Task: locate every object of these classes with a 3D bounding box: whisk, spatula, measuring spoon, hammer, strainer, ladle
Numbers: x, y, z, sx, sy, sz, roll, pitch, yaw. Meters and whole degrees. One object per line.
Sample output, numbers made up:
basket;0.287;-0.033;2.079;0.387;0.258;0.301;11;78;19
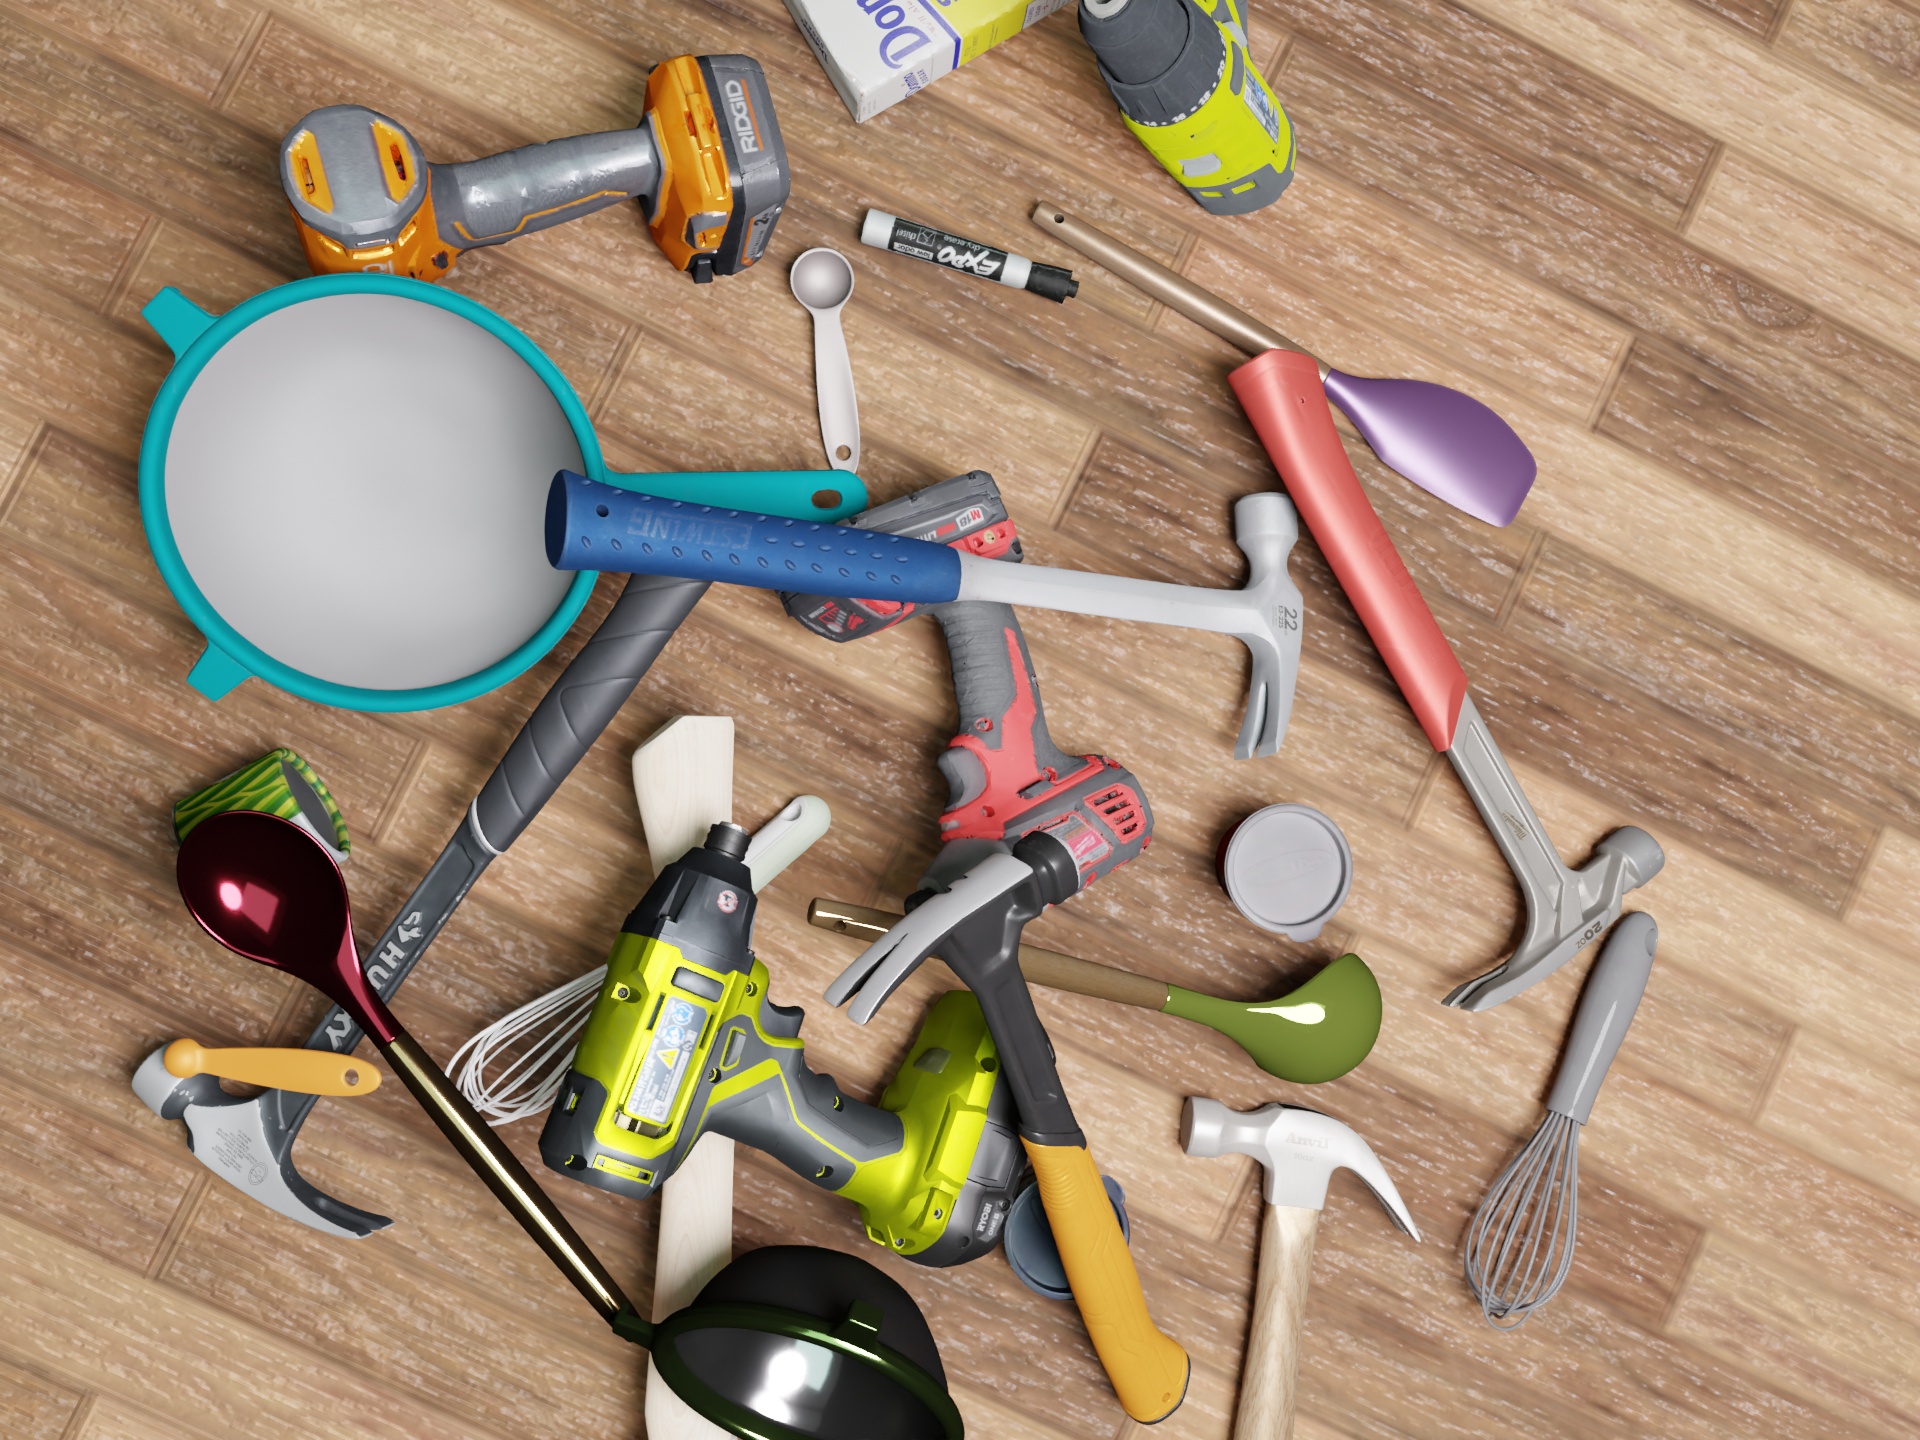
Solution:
whisk;-0.165;0.123;0.827;0.246;0.058;0.059;-41;126;-9
spatula;0.180;-0.204;0.878;0.316;0.018;0.060;28;85;-4
measuring spoon;-0.070;-0.192;0.864;0.034;0.018;0.124;-7;95;-5
hammer;0.165;0.373;0.849;0.130;0.031;0.331;8;88;-4
measuring spoon;-0.335;0.169;0.770;0.117;0.011;0.021;3;88;11
strainer;-0.222;-0.119;0.807;0.340;0.095;0.211;-3;110;-14
hammer;-0.122;0.203;0.803;0.146;0.038;0.410;0;91;-19
hammer;0.235;-0.030;0.841;0.149;0.037;0.359;-33;96;-16
hammer;0.006;-0.063;0.761;0.405;0.035;0.144;5;79;-30
whisk;0.331;0.214;0.862;0.055;0.055;0.239;25;82;-3
hammer;0.045;0.221;0.762;0.127;0.034;0.336;-33;119;-25
hammer;-0.240;0.070;0.781;0.149;0.036;0.409;38;95;12
ladle;-0.250;0.170;0.748;0.069;0.031;0.315;-37;95;4
ladle;0.074;0.124;0.796;0.320;0.062;0.078;16;118;-19
strainer;-0.039;0.328;0.778;0.151;0.069;0.256;-13;128;30

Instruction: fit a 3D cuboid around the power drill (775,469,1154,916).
power drill;-0.001;-0.003;0.810;0.143;0.078;0.219;-26;92;-30

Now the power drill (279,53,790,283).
power drill;-0.212;-0.255;0.795;0.226;0.164;0.084;-15;89;-17

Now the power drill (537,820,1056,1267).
power drill;-0.070;0.162;0.767;0.223;0.080;0.171;28;73;-28

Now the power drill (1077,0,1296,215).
power drill;0.115;-0.395;0.803;0.080;0.190;0.228;-2;82;30
